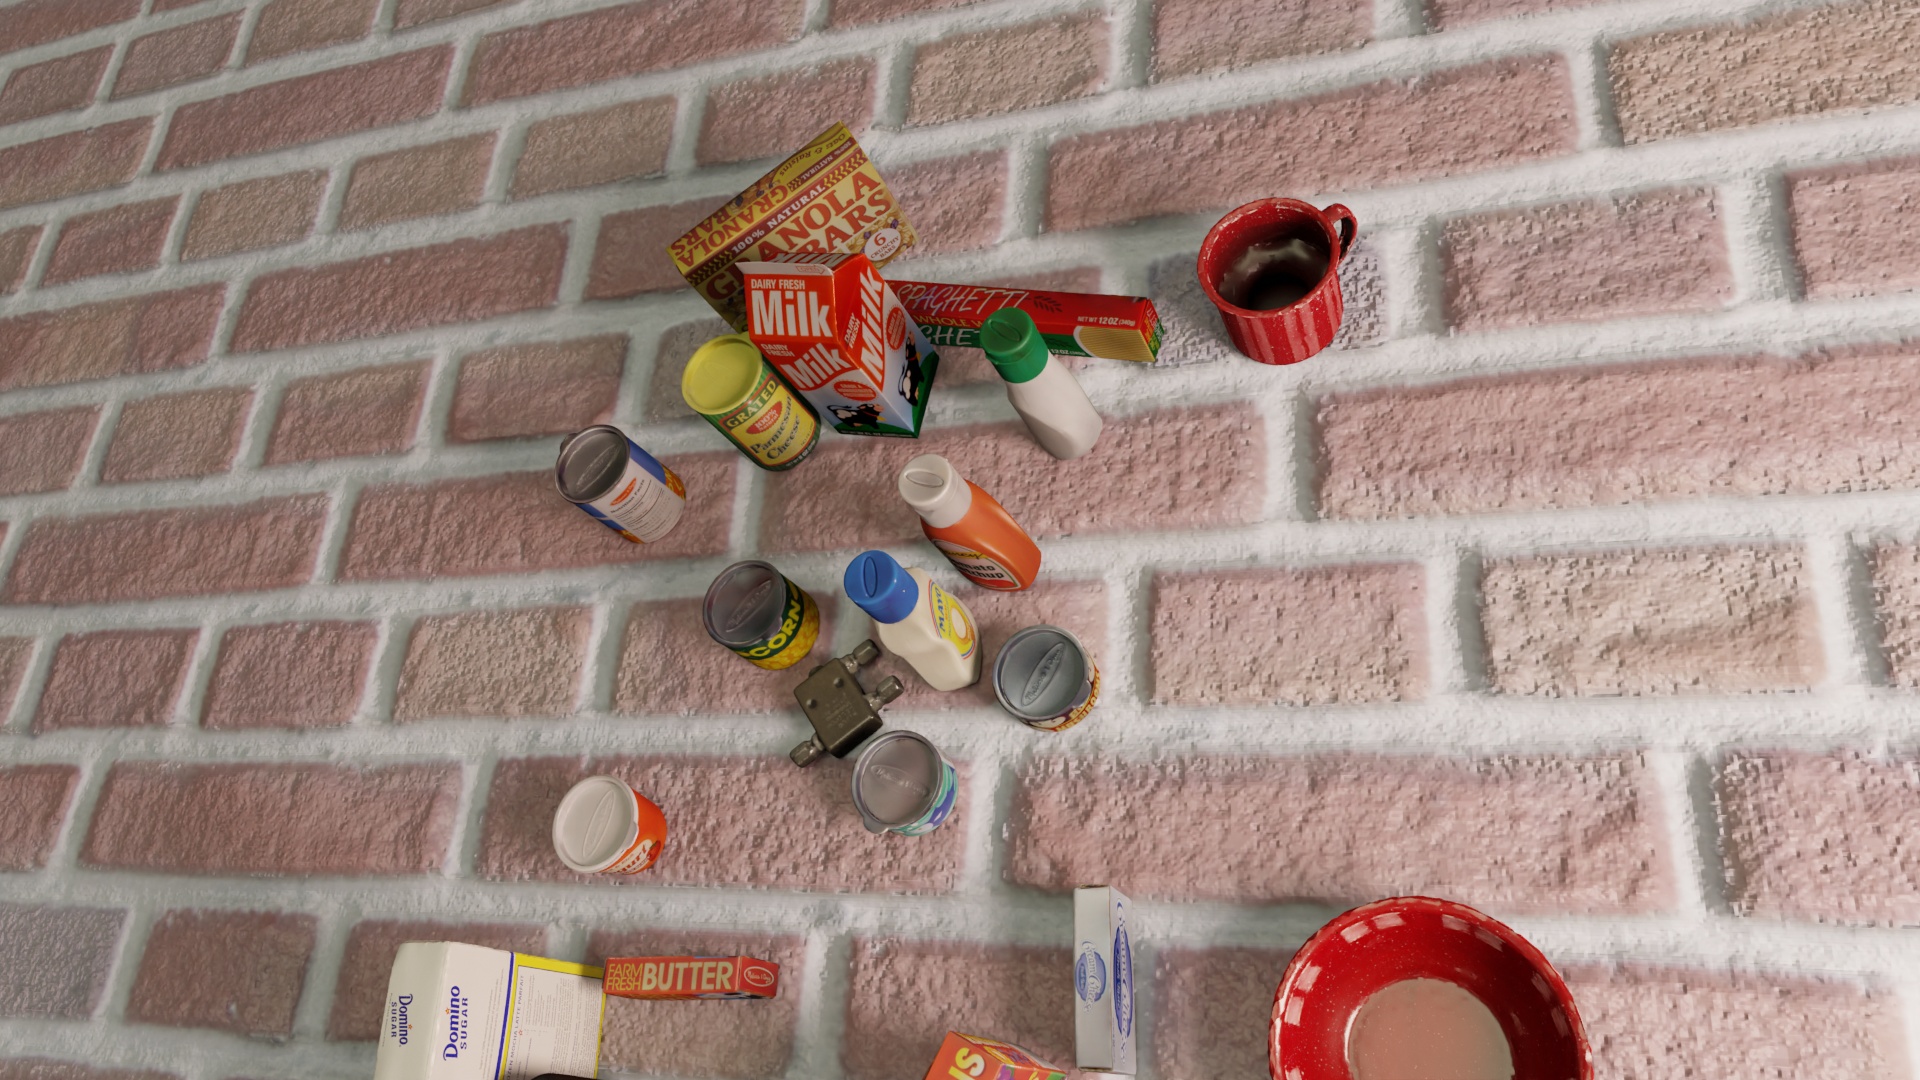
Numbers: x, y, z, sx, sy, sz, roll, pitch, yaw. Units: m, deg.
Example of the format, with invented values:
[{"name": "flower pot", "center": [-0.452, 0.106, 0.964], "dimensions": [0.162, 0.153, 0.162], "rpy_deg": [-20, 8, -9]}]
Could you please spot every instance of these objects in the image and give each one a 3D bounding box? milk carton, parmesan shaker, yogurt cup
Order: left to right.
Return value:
[{"name": "yogurt cup", "center": [-0.244, 0.204, 0.978], "dimensions": [0.072, 0.054, 0.072], "rpy_deg": [-8, 65, 19]}, {"name": "parmesan shaker", "center": [-0.154, -0.104, 1.051], "dimensions": [0.071, 0.103, 0.071], "rpy_deg": [-9, 65, 19]}, {"name": "milk carton", "center": [-0.087, -0.147, 0.992], "dimensions": [0.072, 0.190, 0.073], "rpy_deg": [5, 70, 24]}]

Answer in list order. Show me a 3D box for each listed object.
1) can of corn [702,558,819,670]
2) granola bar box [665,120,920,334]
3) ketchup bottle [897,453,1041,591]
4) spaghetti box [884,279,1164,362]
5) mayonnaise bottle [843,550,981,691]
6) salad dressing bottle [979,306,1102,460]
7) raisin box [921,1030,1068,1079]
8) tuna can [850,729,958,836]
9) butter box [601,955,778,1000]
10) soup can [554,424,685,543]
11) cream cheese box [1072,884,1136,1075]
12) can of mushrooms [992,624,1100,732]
[{"name": "can of corn", "center": [-0.141, 0.056, 1.000], "dimensions": [0.071, 0.058, 0.071], "rpy_deg": [-8, 65, 19]}, {"name": "granola bar box", "center": [-0.127, -0.232, 1.085], "dimensions": [0.165, 0.124, 0.039], "rpy_deg": [-35, 59, 4]}, {"name": "ketchup bottle", "center": [0.003, -0.012, 0.919], "dimensions": [0.065, 0.148, 0.043], "rpy_deg": [12, 73, 26]}, {"name": "spaghetti box", "center": [0.026, -0.166, 1.037], "dimensions": [0.250, 0.050, 0.029], "rpy_deg": [9, 71, 25]}, {"name": "mayonnaise bottle", "center": [-0.029, 0.050, 0.906], "dimensions": [0.041, 0.147, 0.065], "rpy_deg": [-15, 63, 16]}, {"name": "salad dressing bottle", "center": [0.054, -0.105, 0.942], "dimensions": [0.064, 0.147, 0.044], "rpy_deg": [37, 85, 30]}, {"name": "raisin box", "center": [0.010, 0.327, 0.780], "dimensions": [0.040, 0.123, 0.086], "rpy_deg": [22, 77, 28]}, {"name": "tuna can", "center": [-0.038, 0.164, 0.925], "dimensions": [0.071, 0.032, 0.071], "rpy_deg": [-8, 65, 18]}, {"name": "butter box", "center": [-0.178, 0.288, 0.914], "dimensions": [0.103, 0.053, 0.024], "rpy_deg": [-7, 65, 19]}, {"name": "soup can", "center": [-0.264, -0.044, 1.079], "dimensions": [0.071, 0.083, 0.071], "rpy_deg": [-8, 65, 19]}, {"name": "cream cheese box", "center": [0.085, 0.260, 0.821], "dimensions": [0.024, 0.053, 0.104], "rpy_deg": [-8, 65, 19]}, {"name": "can of mushrooms", "center": [0.059, 0.093, 0.917], "dimensions": [0.071, 0.033, 0.071], "rpy_deg": [-8, 65, 18]}]
